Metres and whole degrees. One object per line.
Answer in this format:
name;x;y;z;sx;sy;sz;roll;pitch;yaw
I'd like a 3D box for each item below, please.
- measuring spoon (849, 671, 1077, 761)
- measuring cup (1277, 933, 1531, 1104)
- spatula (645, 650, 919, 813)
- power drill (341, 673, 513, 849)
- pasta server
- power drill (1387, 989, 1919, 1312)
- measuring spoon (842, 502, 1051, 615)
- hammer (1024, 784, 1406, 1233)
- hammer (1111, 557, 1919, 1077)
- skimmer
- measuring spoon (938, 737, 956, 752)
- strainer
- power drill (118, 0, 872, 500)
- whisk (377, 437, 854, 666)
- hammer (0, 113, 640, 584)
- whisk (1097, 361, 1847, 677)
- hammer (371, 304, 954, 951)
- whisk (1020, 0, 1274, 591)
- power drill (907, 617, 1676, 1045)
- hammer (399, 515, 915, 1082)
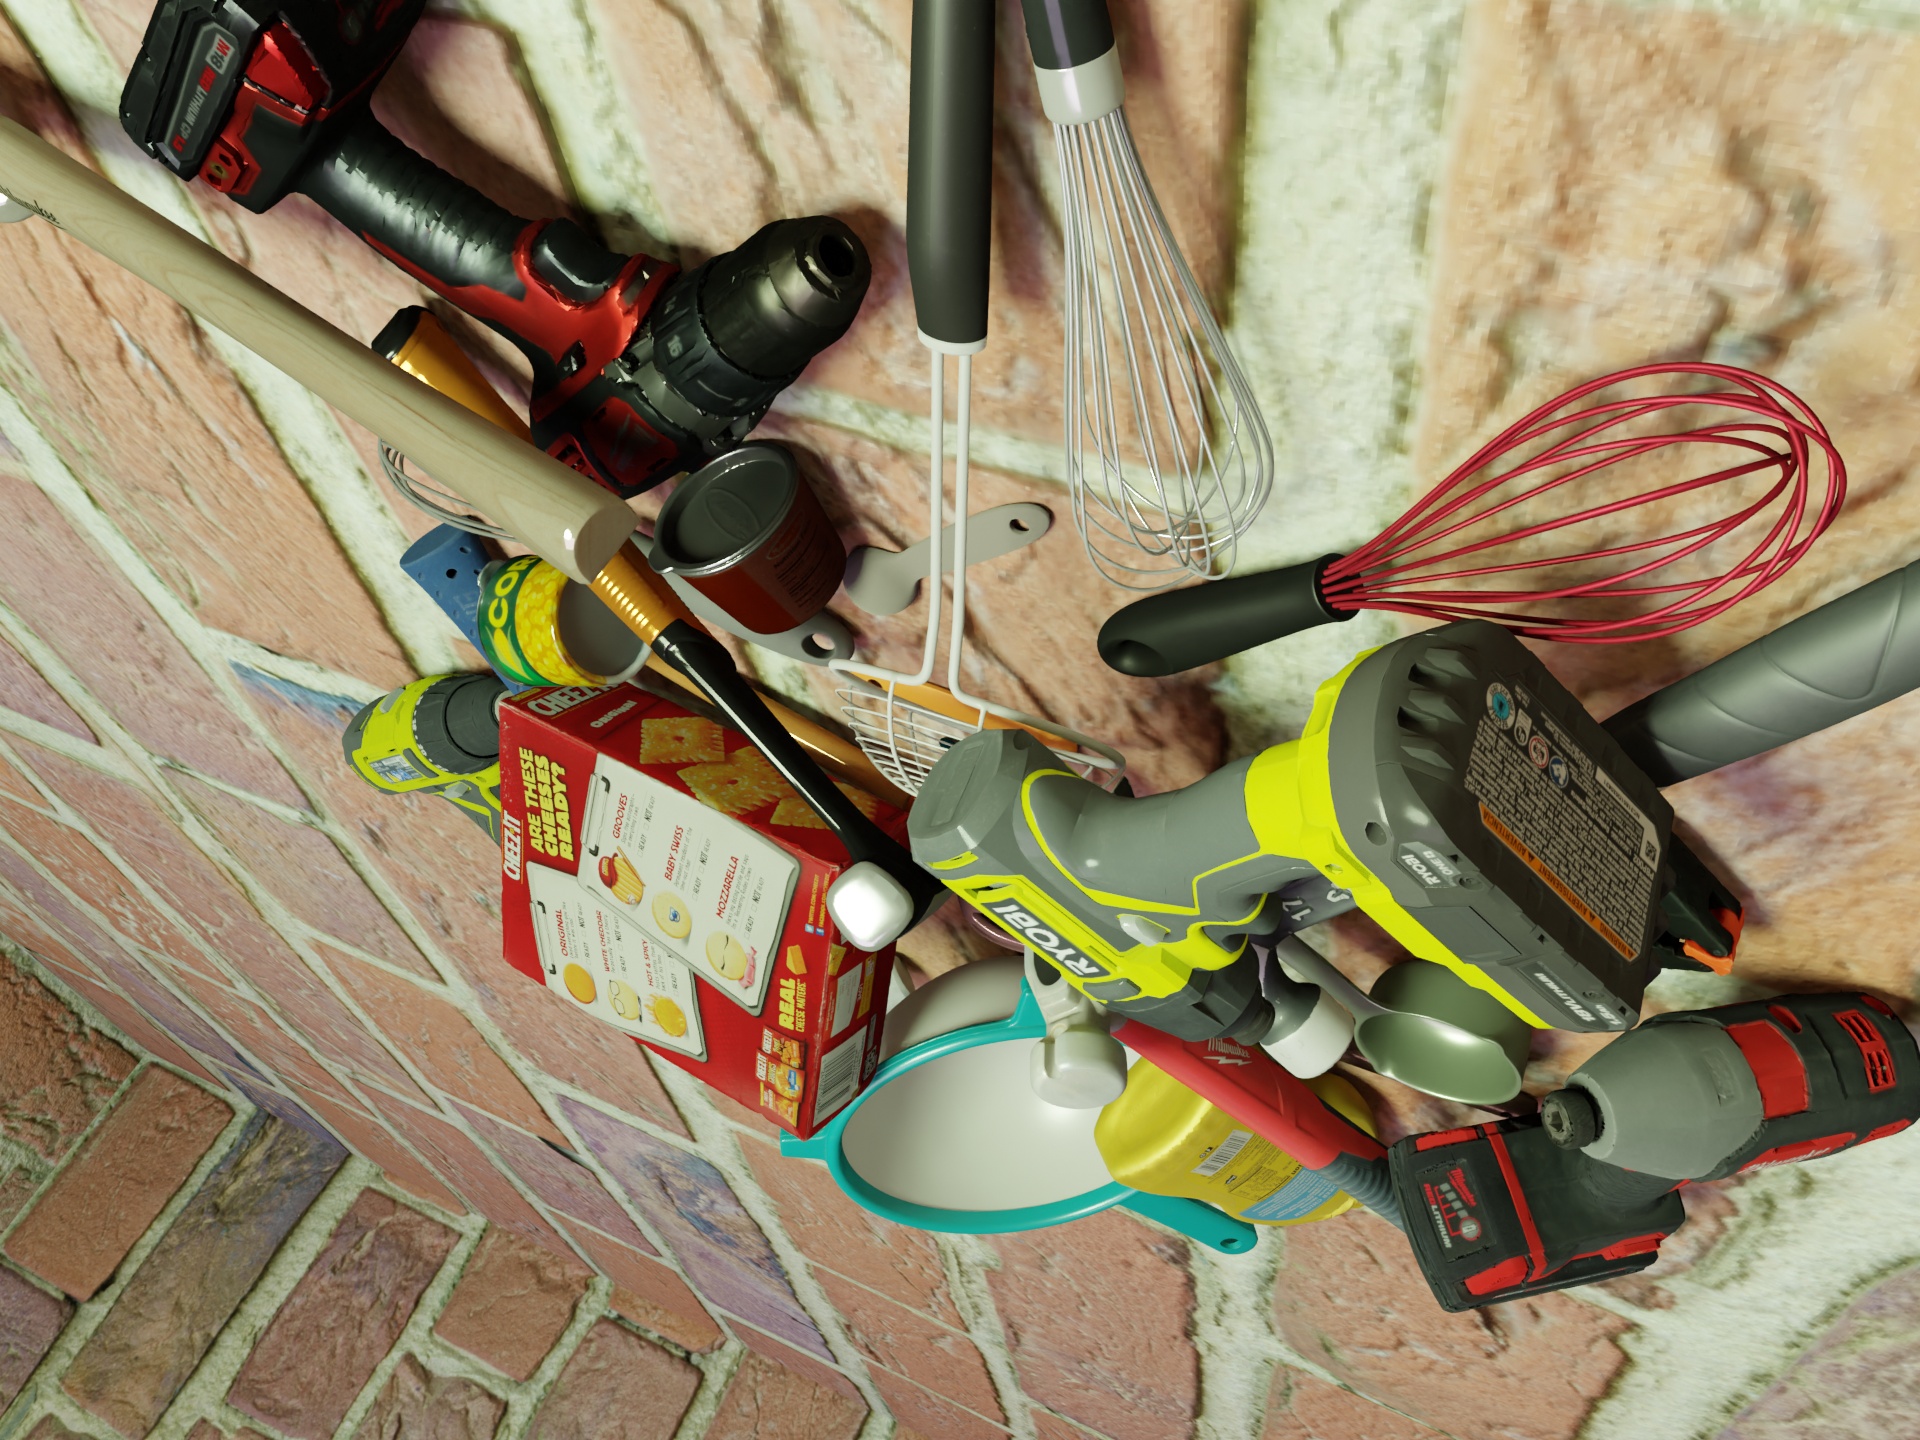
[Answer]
measuring spoon;-0.001;-0.002;0.735;0.117;0.011;0.021;19;148;18
measuring cup;0.188;0.115;0.726;0.167;0.038;0.083;37;149;-8
spatula;-0.047;0.033;0.793;0.323;0.081;0.041;29;138;12
power drill;-0.261;0.060;0.989;0.190;0.080;0.228;-11;129;48
pasta server;0.138;0.137;0.814;0.316;0.040;0.060;19;148;10
power drill;0.270;0.178;0.658;0.143;0.079;0.219;-6;151;-14
measuring spoon;-0.009;-0.064;0.644;0.034;0.018;0.124;44;146;-23
hammer;0.163;0.179;0.758;0.038;0.143;0.385;-28;131;32
hammer;0.199;0.016;0.524;0.149;0.036;0.409;44;140;-7
skimmer;0.007;-0.095;0.561;0.127;0.090;0.363;17;135;17
measuring spoon;0.046;0.040;0.761;0.128;0.021;0.042;35;160;9
strainer;0.068;0.229;0.940;0.211;0.095;0.340;-35;131;24
power drill;-0.150;-0.177;0.543;0.226;0.080;0.188;41;148;-23
whisk;-0.156;-0.082;0.723;0.239;0.055;0.055;25;150;-1
hammer;-0.287;-0.168;0.593;0.411;0.038;0.146;32;170;18
whisk;0.136;-0.046;0.514;0.073;0.073;0.296;42;154;-20
hammer;-0.124;-0.045;0.666;0.337;0.034;0.127;47;-168;6
whisk;0.039;-0.148;0.445;0.070;0.070;0.284;10;140;30
power drill;0.109;0.055;0.534;0.171;0.080;0.223;39;147;-24
hammer;-0.180;0.059;0.906;0.144;0.035;0.405;-28;122;6
